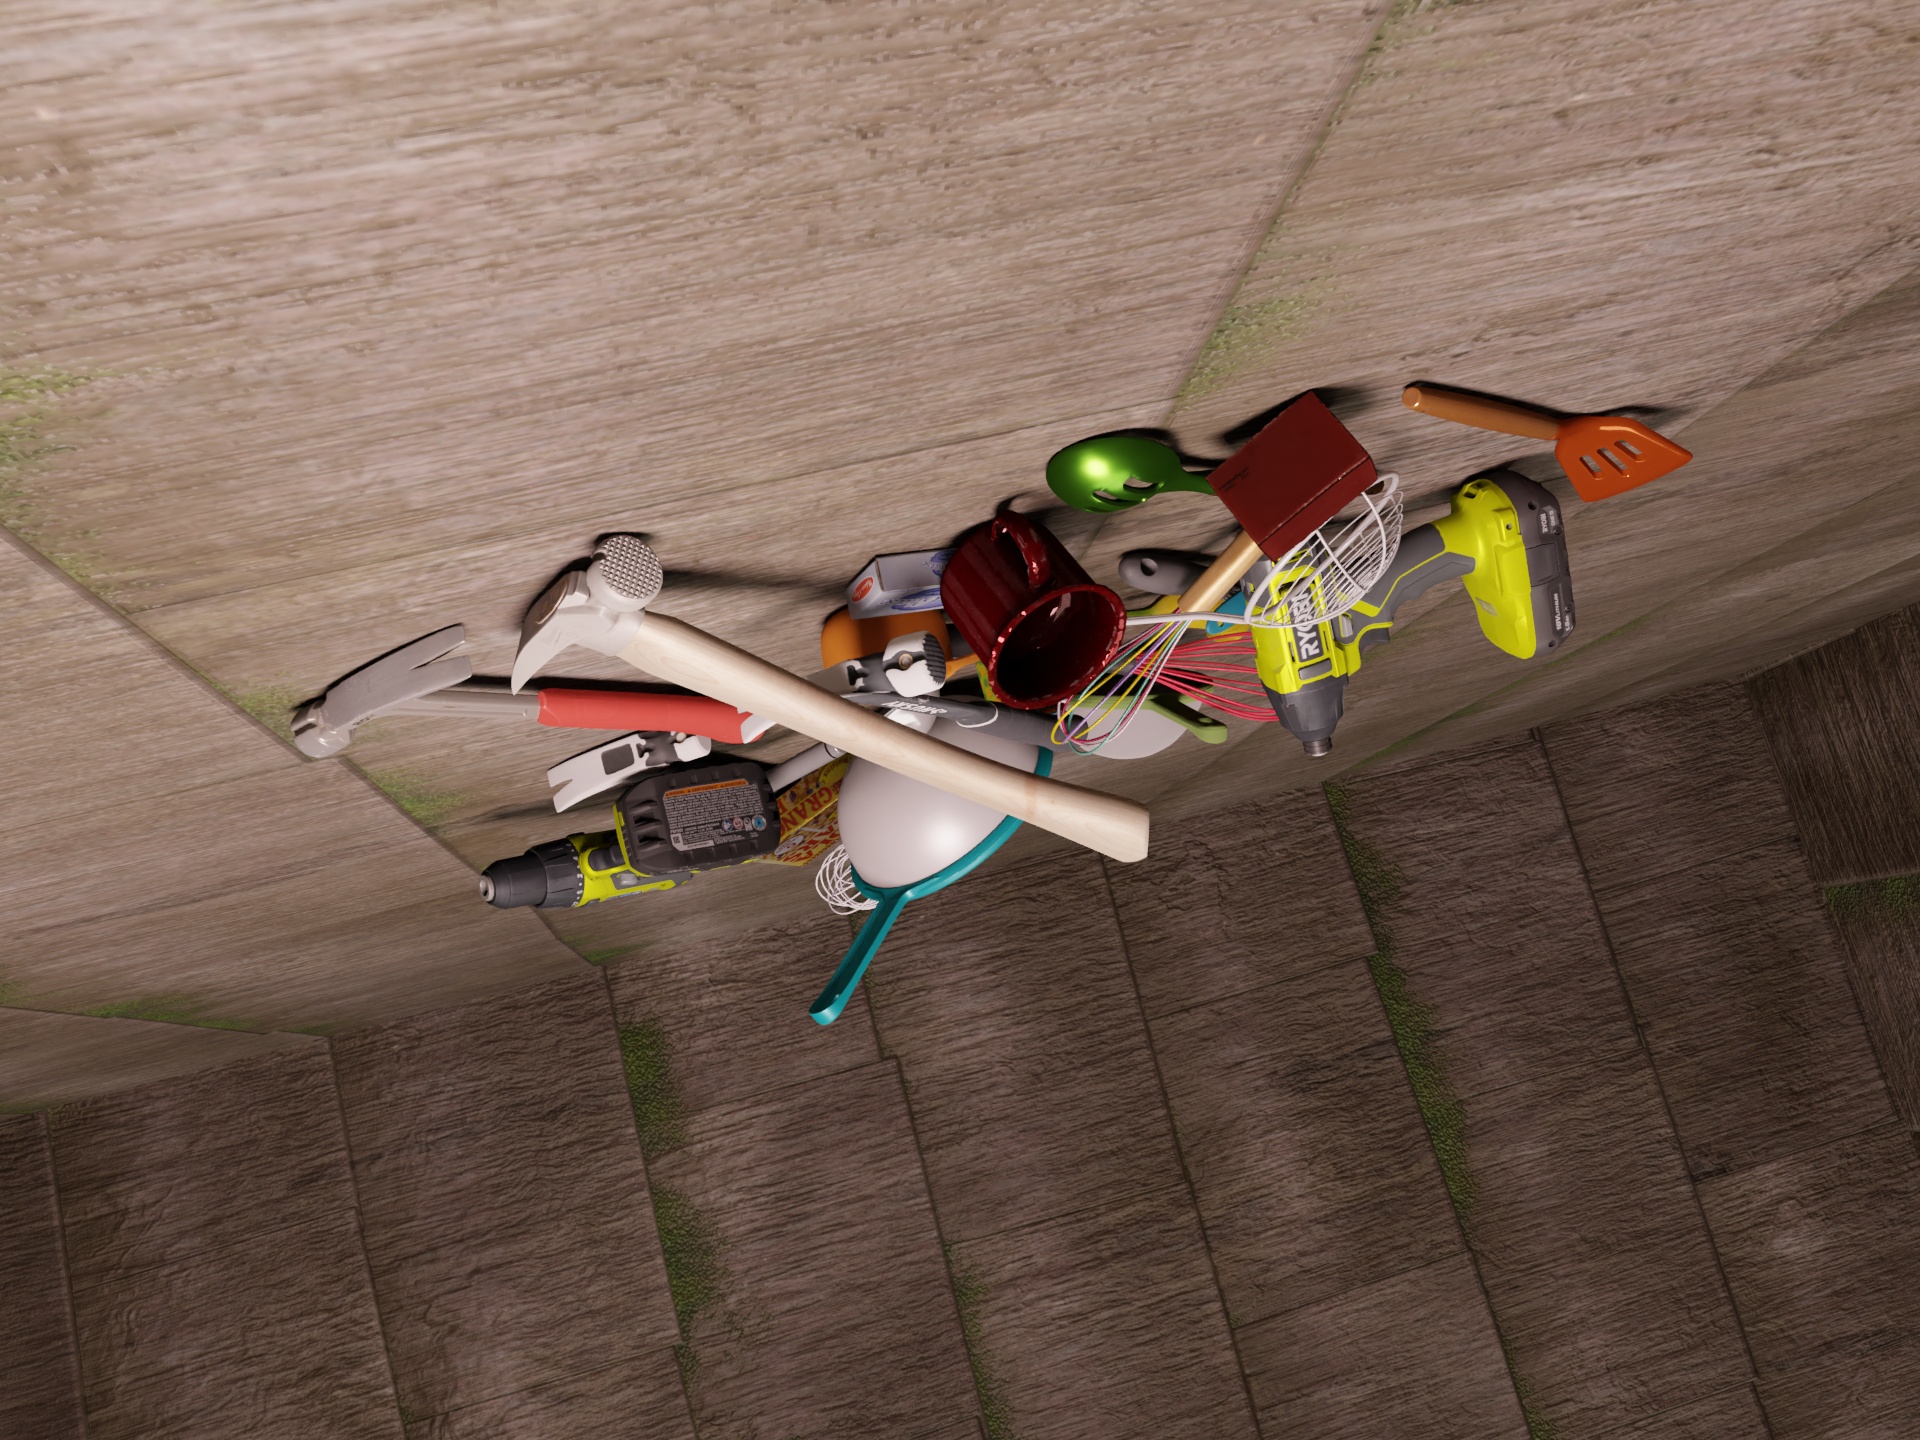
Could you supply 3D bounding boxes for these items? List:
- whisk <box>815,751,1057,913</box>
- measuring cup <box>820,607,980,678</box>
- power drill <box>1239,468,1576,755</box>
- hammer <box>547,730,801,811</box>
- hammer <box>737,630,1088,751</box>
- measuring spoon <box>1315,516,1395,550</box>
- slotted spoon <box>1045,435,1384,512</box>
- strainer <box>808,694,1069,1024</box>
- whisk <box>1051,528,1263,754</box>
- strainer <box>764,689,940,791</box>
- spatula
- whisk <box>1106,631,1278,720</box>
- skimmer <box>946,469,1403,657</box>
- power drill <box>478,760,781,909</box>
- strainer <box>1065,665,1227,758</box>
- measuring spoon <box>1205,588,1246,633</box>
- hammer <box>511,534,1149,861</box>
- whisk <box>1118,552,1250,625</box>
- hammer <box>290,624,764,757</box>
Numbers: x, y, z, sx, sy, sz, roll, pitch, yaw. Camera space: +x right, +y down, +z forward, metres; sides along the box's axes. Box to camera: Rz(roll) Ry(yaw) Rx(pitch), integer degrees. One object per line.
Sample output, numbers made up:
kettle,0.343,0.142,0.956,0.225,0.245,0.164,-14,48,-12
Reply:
whisk,-0.016,0.088,1.429,0.284,0.070,0.070,-36,163,19
measuring cup,-0.011,-0.061,1.056,0.173,0.052,0.095,-16,169,13
power drill,0.321,-0.080,1.154,0.223,0.171,0.080,-19,-159,-5
hammer,-0.224,0.049,1.390,0.146,0.035,0.334,-19,169,14
hammer,-0.002,-0.004,1.124,0.149,0.036,0.408,-15,169,23
measuring spoon,0.263,-0.139,1.175,0.124,0.018,0.034,-5,153,-17
slotted spoon,0.170,-0.145,0.966,0.313,0.031,0.070,-7,164,-44
strainer,-0.059,0.089,1.307,0.211,0.095,0.340,-14,-146,43
whisk,0.145,-0.062,1.120,0.047,0.051,0.245,25,122,-29
strainer,-0.095,0.019,1.316,0.258,0.050,0.087,-28,-171,30
spatula,0.370,-0.182,1.021,0.322,0.041,0.081,-3,165,-46
whisk,0.152,-0.044,1.244,0.295,0.073,0.073,6,164,-12
skimmer,0.111,-0.096,1.056,0.363,0.090,0.127,-4,-176,27
power drill,-0.272,0.106,1.312,0.190,0.080,0.228,-8,169,-41
strainer,0.164,0.007,1.356,0.151,0.069,0.256,-6,-166,-16
measuring spoon,0.227,-0.094,1.171,0.128,0.042,0.021,-34,-149,-32
hammer,-0.057,0.012,0.941,0.410,0.038,0.146,23,147,-29
whisk,0.191,-0.098,1.183,0.055,0.055,0.238,-24,162,39
hammer,-0.243,-0.011,1.048,0.149,0.037,0.359,-21,168,29
